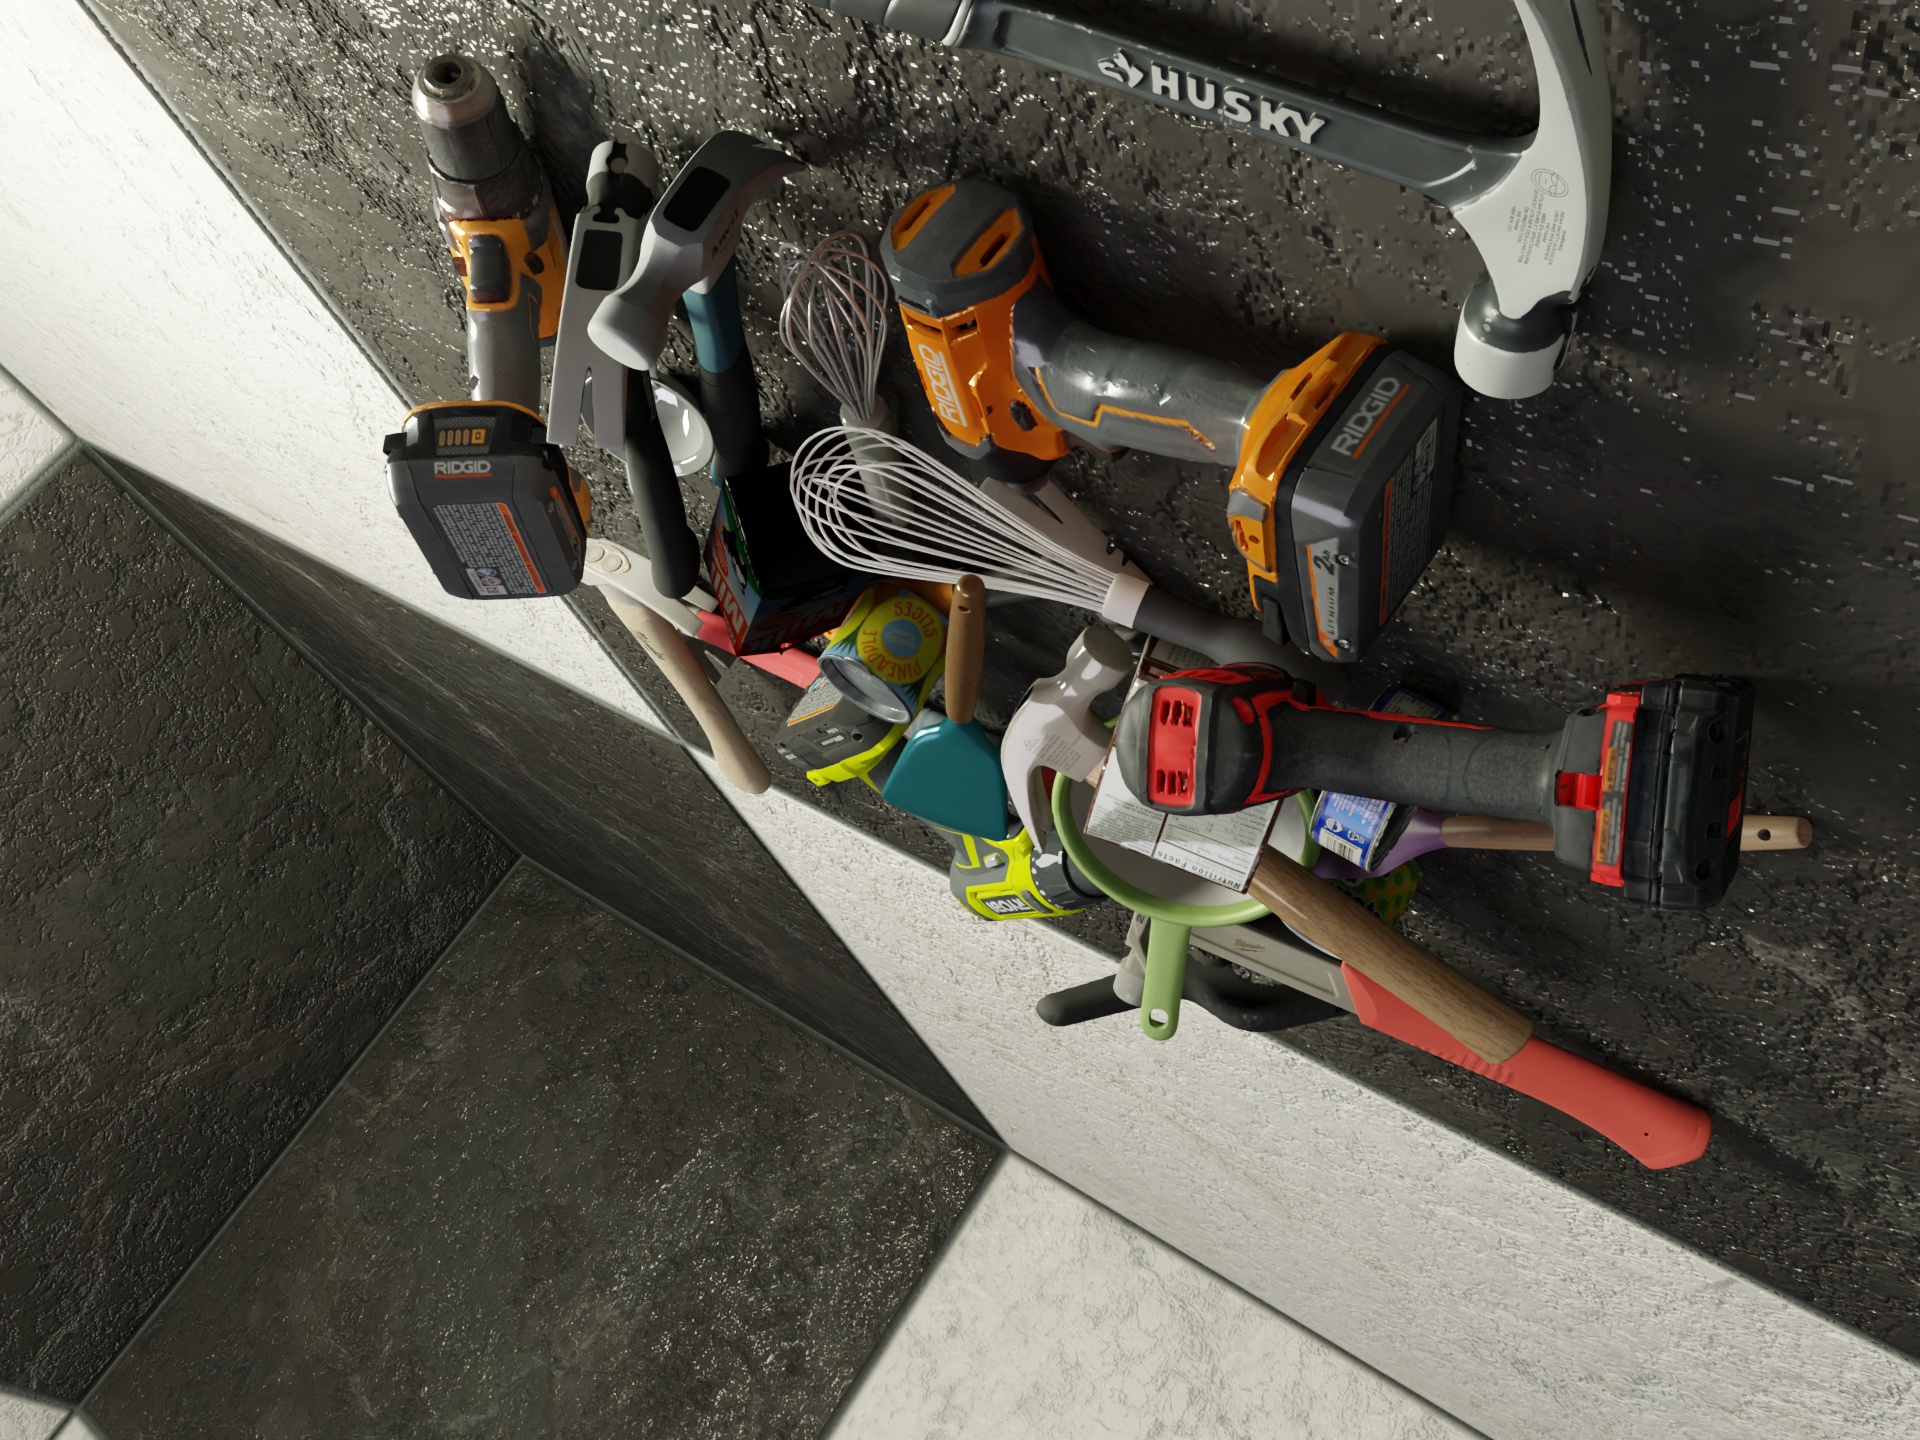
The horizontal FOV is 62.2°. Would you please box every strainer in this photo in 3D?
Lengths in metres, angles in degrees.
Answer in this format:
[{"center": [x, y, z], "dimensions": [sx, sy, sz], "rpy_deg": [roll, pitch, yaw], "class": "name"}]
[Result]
[{"center": [0.132, 0.082, 0.935], "dimensions": [0.151, 0.069, 0.256], "rpy_deg": [12, 130, 14], "class": "strainer"}, {"center": [-0.176, -0.213, 0.898], "dimensions": [0.087, 0.050, 0.258], "rpy_deg": [18, 154, -1], "class": "strainer"}]

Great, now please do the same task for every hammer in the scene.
[{"center": [-0.013, -0.079, 0.942], "dimensions": [0.127, 0.034, 0.337], "rpy_deg": [42, 160, -21], "class": "hammer"}, {"center": [-0.211, -0.024, 1.299], "dimensions": [0.146, 0.038, 0.410], "rpy_deg": [27, 162, 19], "class": "hammer"}, {"center": [-0.119, -0.179, 0.791], "dimensions": [0.033, 0.128, 0.331], "rpy_deg": [28, 170, 0], "class": "hammer"}, {"center": [0.166, 0.086, 0.857], "dimensions": [0.331, 0.031, 0.130], "rpy_deg": [35, 130, -5], "class": "hammer"}, {"center": [0.016, -0.234, 0.527], "dimensions": [0.409, 0.036, 0.149], "rpy_deg": [28, 158, 22], "class": "hammer"}, {"center": [-0.079, -0.015, 1.201], "dimensions": [0.387, 0.038, 0.143], "rpy_deg": [24, 159, 30], "class": "hammer"}, {"center": [0.280, 0.172, 0.975], "dimensions": [0.359, 0.149, 0.037], "rpy_deg": [22, -158, 11], "class": "hammer"}, {"center": [-0.173, -0.146, 0.868], "dimensions": [0.035, 0.146, 0.334], "rpy_deg": [5, 160, -2], "class": "hammer"}]

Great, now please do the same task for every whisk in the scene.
[{"center": [0.048, -0.069, 0.746], "dimensions": [0.284, 0.070, 0.070], "rpy_deg": [22, 159, 10], "class": "whisk"}, {"center": [-0.050, -0.159, 0.799], "dimensions": [0.058, 0.059, 0.246], "rpy_deg": [31, 166, 17], "class": "whisk"}]

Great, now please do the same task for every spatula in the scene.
[{"center": [-0.001, -0.003, 0.850], "dimensions": [0.082, 0.044, 0.317], "rpy_deg": [20, 163, 5], "class": "spatula"}, {"center": [0.263, 0.053, 0.787], "dimensions": [0.316, 0.018, 0.060], "rpy_deg": [-5, 91, 57], "class": "spatula"}]

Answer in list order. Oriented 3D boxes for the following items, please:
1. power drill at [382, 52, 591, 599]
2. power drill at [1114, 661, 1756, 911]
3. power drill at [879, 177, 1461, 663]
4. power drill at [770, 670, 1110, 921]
[{"center": [-0.238, -0.197, 0.802], "dimensions": [0.084, 0.226, 0.185], "rpy_deg": [-3, 158, -3], "class": "power drill"}, {"center": [0.186, 0.014, 0.626], "dimensions": [0.220, 0.078, 0.143], "rpy_deg": [6, -174, 29], "class": "power drill"}, {"center": [0.079, -0.114, 0.642], "dimensions": [0.227, 0.084, 0.164], "rpy_deg": [31, 163, 25], "class": "power drill"}, {"center": [0.004, 0.049, 1.046], "dimensions": [0.228, 0.080, 0.190], "rpy_deg": [41, 155, -17], "class": "power drill"}]
